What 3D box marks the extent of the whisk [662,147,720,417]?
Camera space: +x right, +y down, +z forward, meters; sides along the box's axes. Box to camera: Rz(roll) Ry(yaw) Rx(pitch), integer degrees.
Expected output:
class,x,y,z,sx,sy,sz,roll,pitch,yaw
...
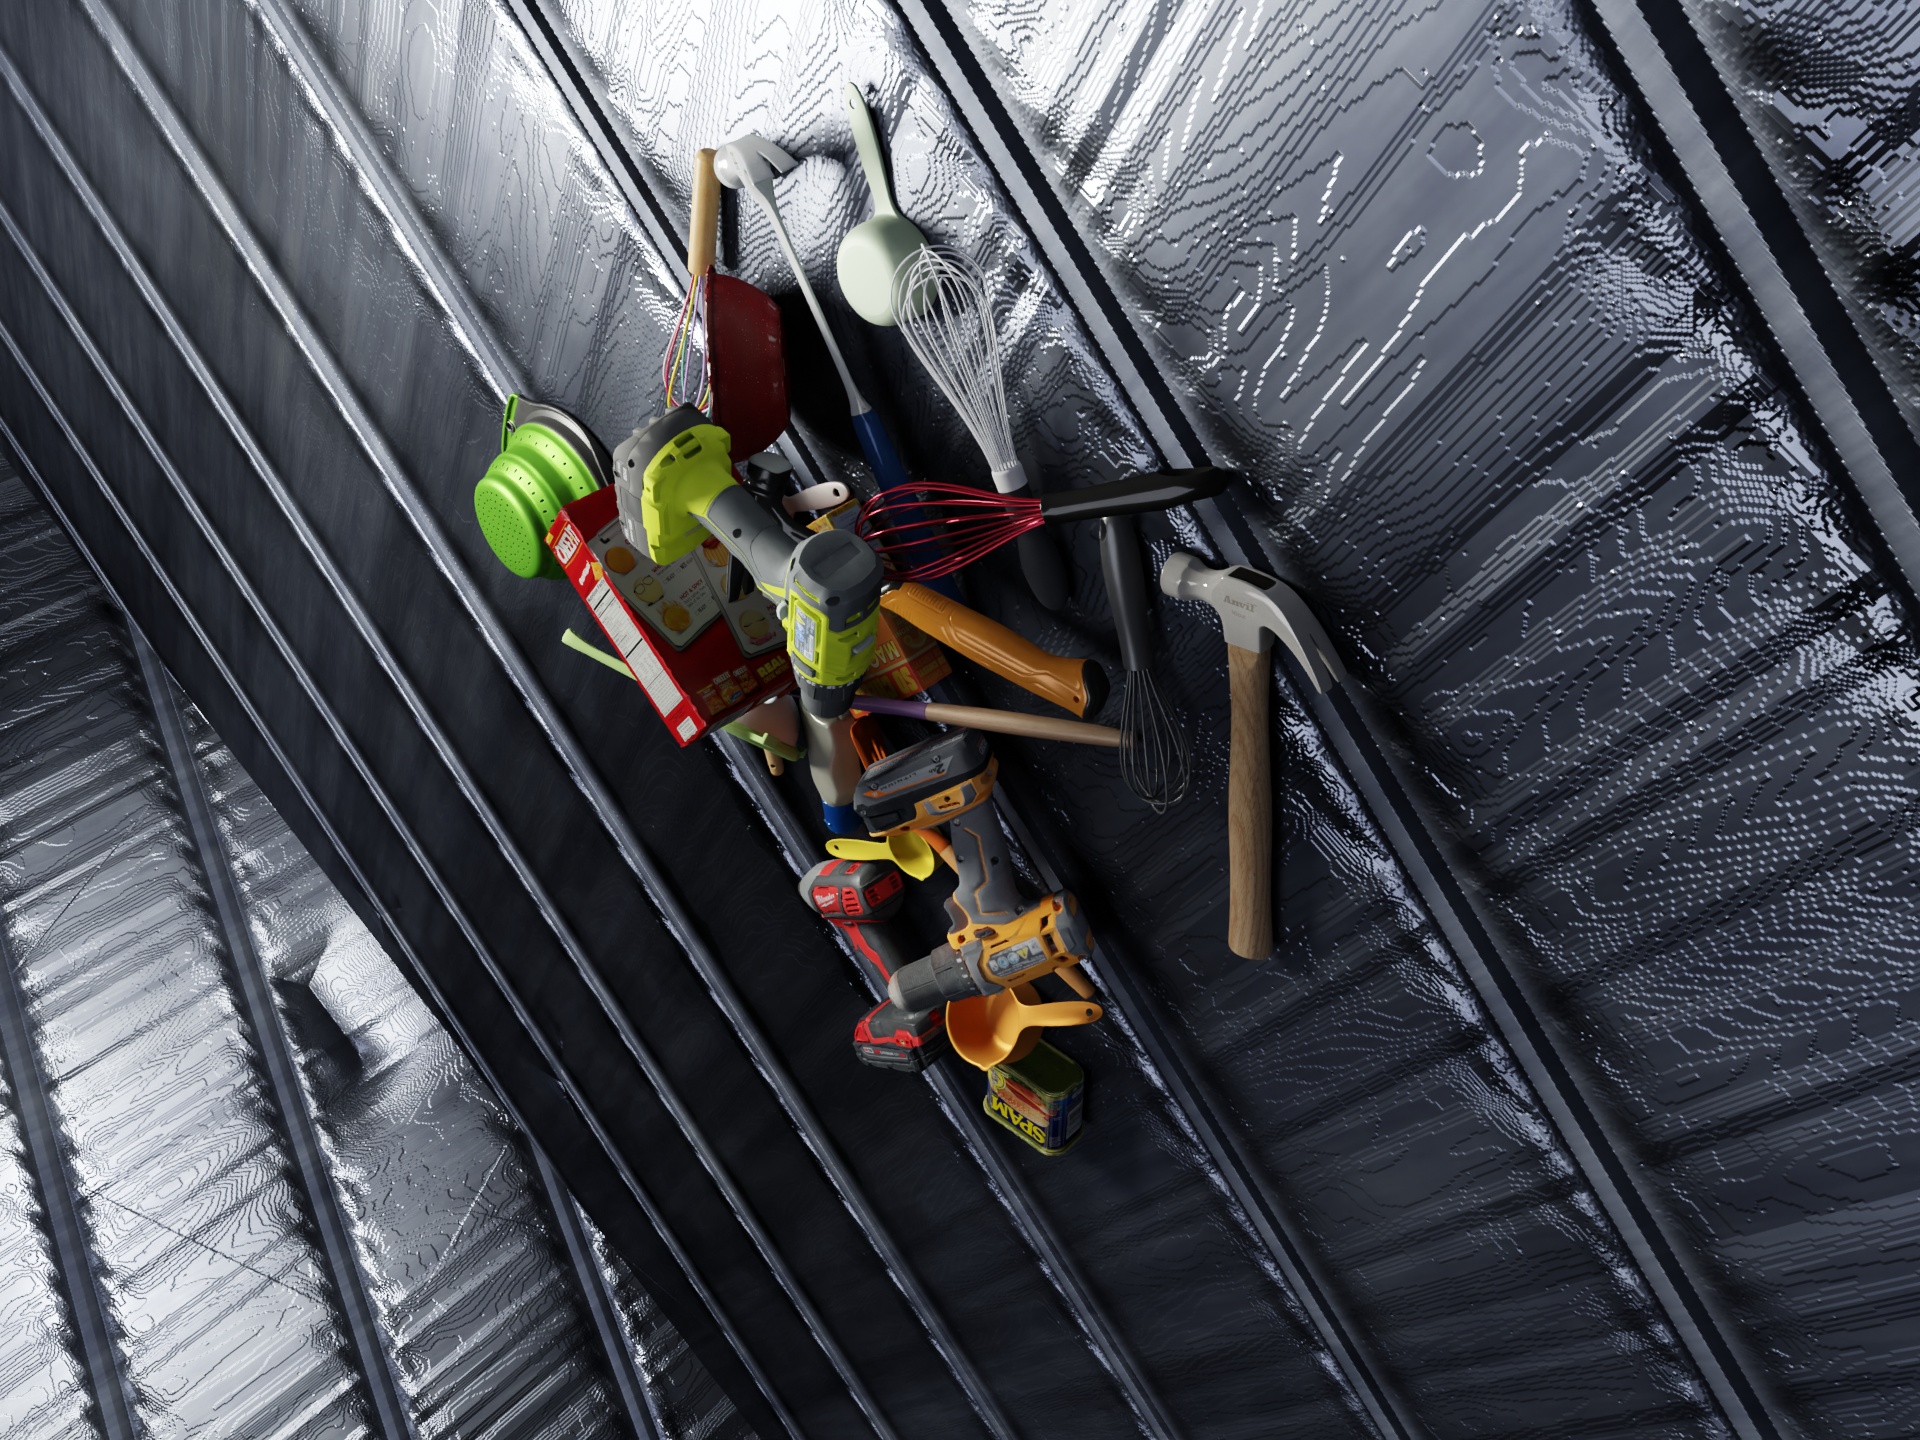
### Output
class,x,y,z,sx,sy,sz,roll,pitch,yaw
whisk,-0.215,-0.347,1.302,0.051,0.047,0.244,59,149,38

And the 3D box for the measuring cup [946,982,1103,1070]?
class,x,y,z,sx,sy,sz,roll,pitch,yaw
measuring cup,0.069,0.272,1.467,0.173,0.052,0.095,-11,77,36

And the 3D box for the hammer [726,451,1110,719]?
class,x,y,z,sx,sy,sz,roll,pitch,yaw
hammer,-0.037,-0.083,1.217,0.337,0.034,0.127,29,123,20

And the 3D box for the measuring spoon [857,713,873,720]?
class,x,y,z,sx,sy,sz,roll,pitch,yaw
measuring spoon,-0.085,0.016,1.477,0.021,0.011,0.116,-1,117,50

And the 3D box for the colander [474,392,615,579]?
class,x,y,z,sx,sy,sz,roll,pitch,yaw
colander,-0.373,-0.153,1.607,0.397,0.094,0.204,47,145,12

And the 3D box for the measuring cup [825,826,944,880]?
class,x,y,z,sx,sy,sz,roll,pitch,yaw
measuring cup,-0.072,0.118,1.523,0.156,0.029,0.062,-3,114,47

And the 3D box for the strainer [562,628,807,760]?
class,x,y,z,sx,sy,sz,roll,pitch,yaw
strainer,-0.254,-0.046,1.505,0.256,0.069,0.151,27,178,8

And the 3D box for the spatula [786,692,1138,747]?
class,x,y,z,sx,sy,sz,roll,pitch,yaw
spatula,-0.002,-0.004,1.293,0.316,0.059,0.018,8,93,29

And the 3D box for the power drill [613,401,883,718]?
class,x,y,z,sx,sy,sz,roll,pitch,yaw
power drill,-0.152,-0.112,1.186,0.229,0.080,0.190,41,153,16

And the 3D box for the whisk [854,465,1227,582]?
class,x,y,z,sx,sy,sz,roll,pitch,yaw
whisk,0.044,-0.143,1.099,0.296,0.073,0.073,-6,115,30

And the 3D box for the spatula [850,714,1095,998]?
class,x,y,z,sx,sy,sz,roll,pitch,yaw
spatula,0.009,0.126,1.427,0.322,0.081,0.041,45,105,1

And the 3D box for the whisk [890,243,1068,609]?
class,x,y,z,sx,sy,sz,roll,pitch,yaw
whisk,0.024,-0.203,1.135,0.070,0.070,0.284,8,129,47

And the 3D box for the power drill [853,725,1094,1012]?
class,x,y,z,sx,sy,sz,roll,pitch,yaw
power drill,-0.012,0.137,1.365,0.185,0.084,0.226,-24,101,14

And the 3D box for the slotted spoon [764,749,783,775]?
class,x,y,z,sx,sy,sz,roll,pitch,yaw
slotted spoon,-0.208,-0.072,1.535,0.070,0.031,0.313,5,128,19

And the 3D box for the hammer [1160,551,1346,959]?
class,x,y,z,sx,sy,sz,roll,pitch,yaw
hammer,0.209,0.042,1.133,0.130,0.031,0.331,24,135,38

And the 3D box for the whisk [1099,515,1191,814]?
class,x,y,z,sx,sy,sz,roll,pitch,yaw
whisk,0.129,-0.041,1.148,0.055,0.055,0.238,12,122,45

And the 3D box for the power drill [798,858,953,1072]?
class,x,y,z,sx,sy,sz,roll,pitch,yaw
power drill,-0.088,0.241,1.615,0.143,0.078,0.219,-6,110,51

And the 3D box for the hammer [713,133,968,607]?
class,x,y,z,sx,sy,sz,roll,pitch,yaw
hammer,-0.079,-0.243,1.204,0.405,0.035,0.144,66,172,-21

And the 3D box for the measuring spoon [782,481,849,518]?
class,x,y,z,sx,sy,sz,roll,pitch,yaw
measuring spoon,-0.136,-0.186,1.365,0.124,0.018,0.034,-5,114,51

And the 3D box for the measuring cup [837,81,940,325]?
class,x,y,z,sx,sy,sz,roll,pitch,yaw
measuring cup,-0.066,-0.359,1.120,0.083,0.038,0.167,15,131,43
